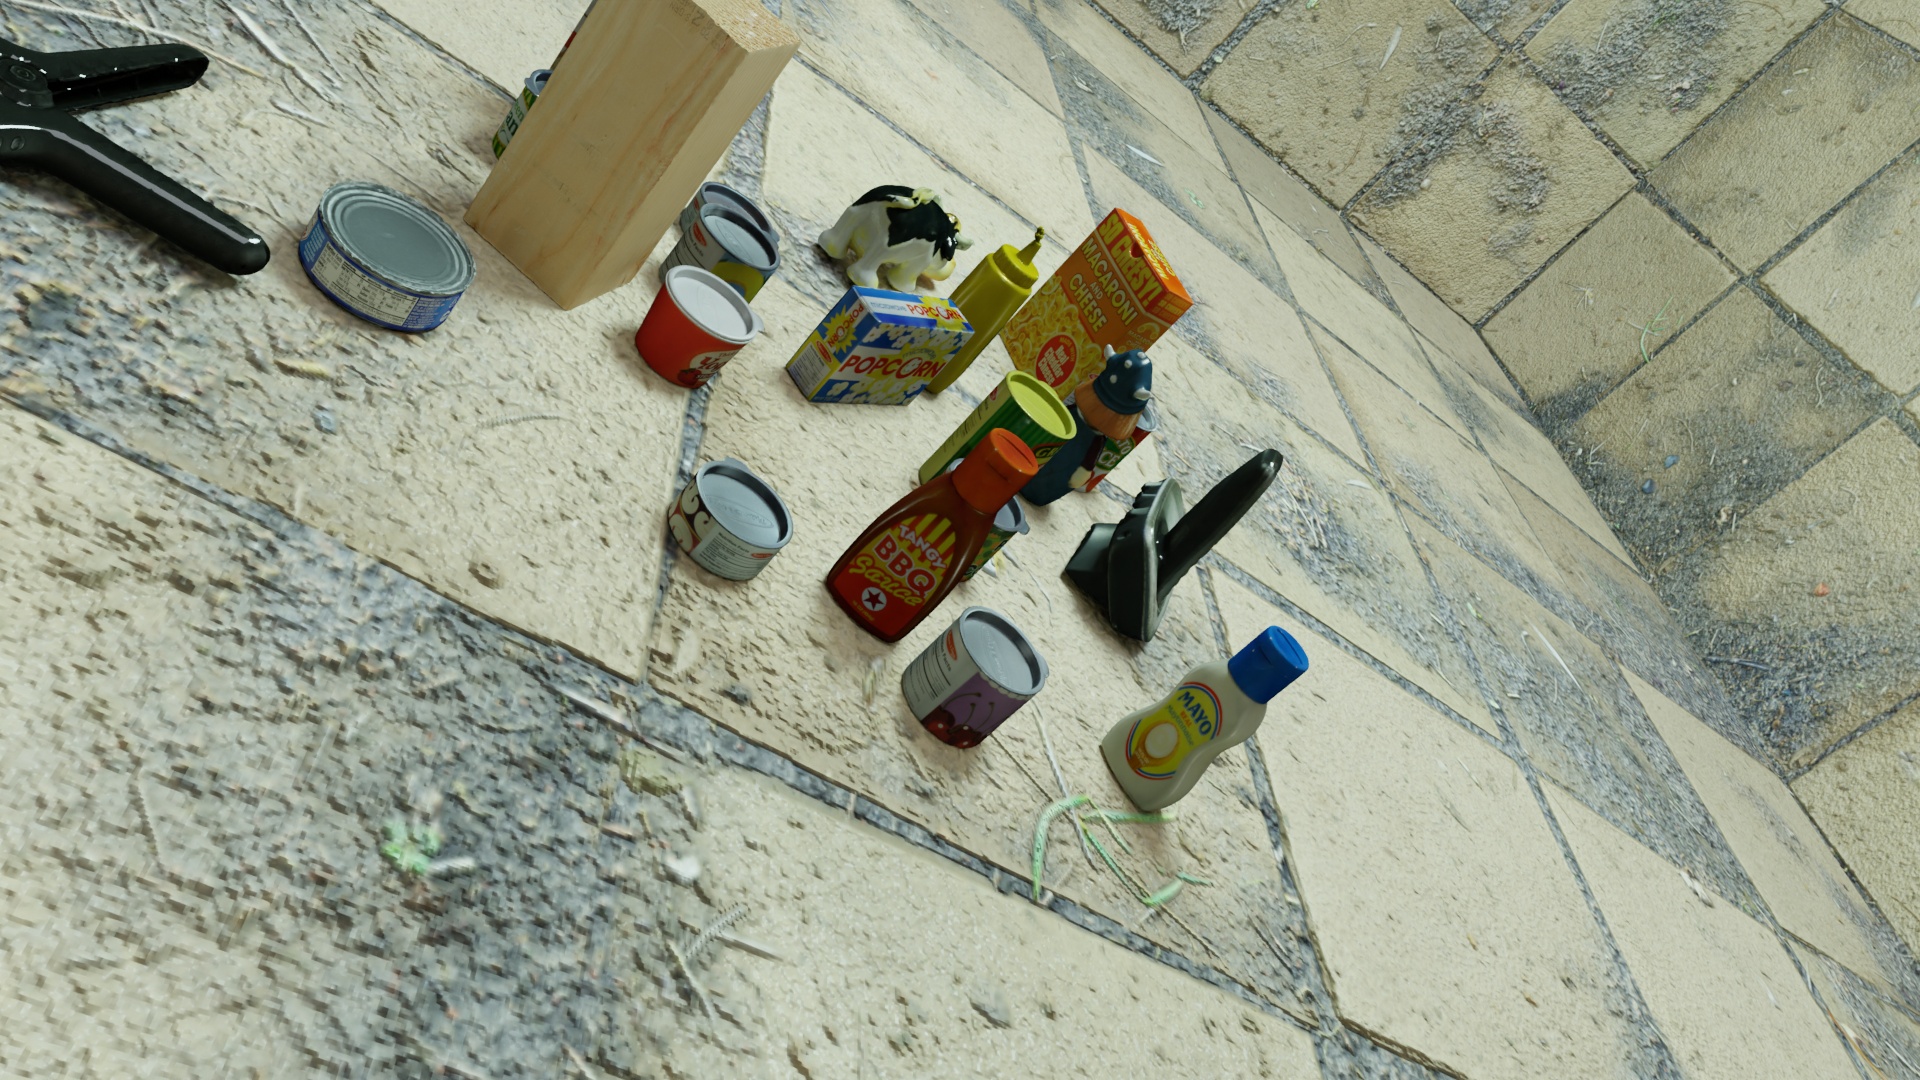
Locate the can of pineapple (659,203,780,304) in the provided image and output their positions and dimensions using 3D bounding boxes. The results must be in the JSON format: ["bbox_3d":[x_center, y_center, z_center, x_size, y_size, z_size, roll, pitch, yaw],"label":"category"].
[{"bbox_3d":[-0.169,-0.194,0.981,0.071,0.057,0.071,33,29,-21],"label":"can of pineapple"}]

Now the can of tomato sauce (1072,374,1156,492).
[{"bbox_3d":[0.117,-0.091,1.198,0.071,0.082,0.071,33,29,-21],"label":"can of tomato sauce"}]

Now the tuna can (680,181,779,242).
[{"bbox_3d":[-0.176,-0.238,1.060,0.071,0.032,0.071,33,29,-21],"label":"tuna can"}]

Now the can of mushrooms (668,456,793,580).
[{"bbox_3d":[-0.133,-0.013,0.806,0.071,0.033,0.071,33,29,-21],"label":"can of mushrooms"}]

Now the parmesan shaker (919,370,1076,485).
[{"bbox_3d":[0.027,-0.067,1.022,0.071,0.102,0.072,33,29,-21],"label":"parmesan shaker"}]

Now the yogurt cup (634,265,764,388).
[{"bbox_3d":[-0.174,-0.136,0.899,0.072,0.053,0.073,33,29,-21],"label":"yogurt cup"}]

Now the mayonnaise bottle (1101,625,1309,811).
[{"bbox_3d":[0.160,0.113,0.904,0.041,0.147,0.065,7,45,-50],"label":"mayonnaise bottle"}]

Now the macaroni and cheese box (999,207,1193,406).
[{"bbox_3d":[0.119,-0.201,1.264,0.040,0.165,0.124,18,37,-41],"label":"macaroni and cheese box"}]

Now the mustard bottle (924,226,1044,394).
[{"bbox_3d":[0.017,-0.188,1.115,0.049,0.159,0.065,37,28,-14],"label":"mustard bottle"}]

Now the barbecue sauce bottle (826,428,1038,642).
[{"bbox_3d":[-0.014,-0.005,0.831,0.065,0.148,0.044,43,27,-2],"label":"barbecue sauce bottle"}]

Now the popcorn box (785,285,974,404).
[{"bbox_3d":[-0.058,-0.143,1.031,0.038,0.085,0.127,54,29,18],"label":"popcorn box"}]

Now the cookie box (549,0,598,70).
[{"bbox_3d":[-0.215,-0.324,0.981,0.123,0.166,0.040,40,27,-9],"label":"cookie box"}]

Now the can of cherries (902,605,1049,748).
[{"bbox_3d":[0.010,0.084,0.838,0.071,0.058,0.072,33,29,-21],"label":"can of cherries"}]

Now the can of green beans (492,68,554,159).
[{"bbox_3d":[-0.277,-0.278,0.951,0.071,0.057,0.071,33,29,-21],"label":"can of green beans"}]

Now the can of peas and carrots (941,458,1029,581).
[{"bbox_3d":[0.003,-0.012,0.962,0.071,0.058,0.071,33,29,-21],"label":"can of peas and carrots"}]
